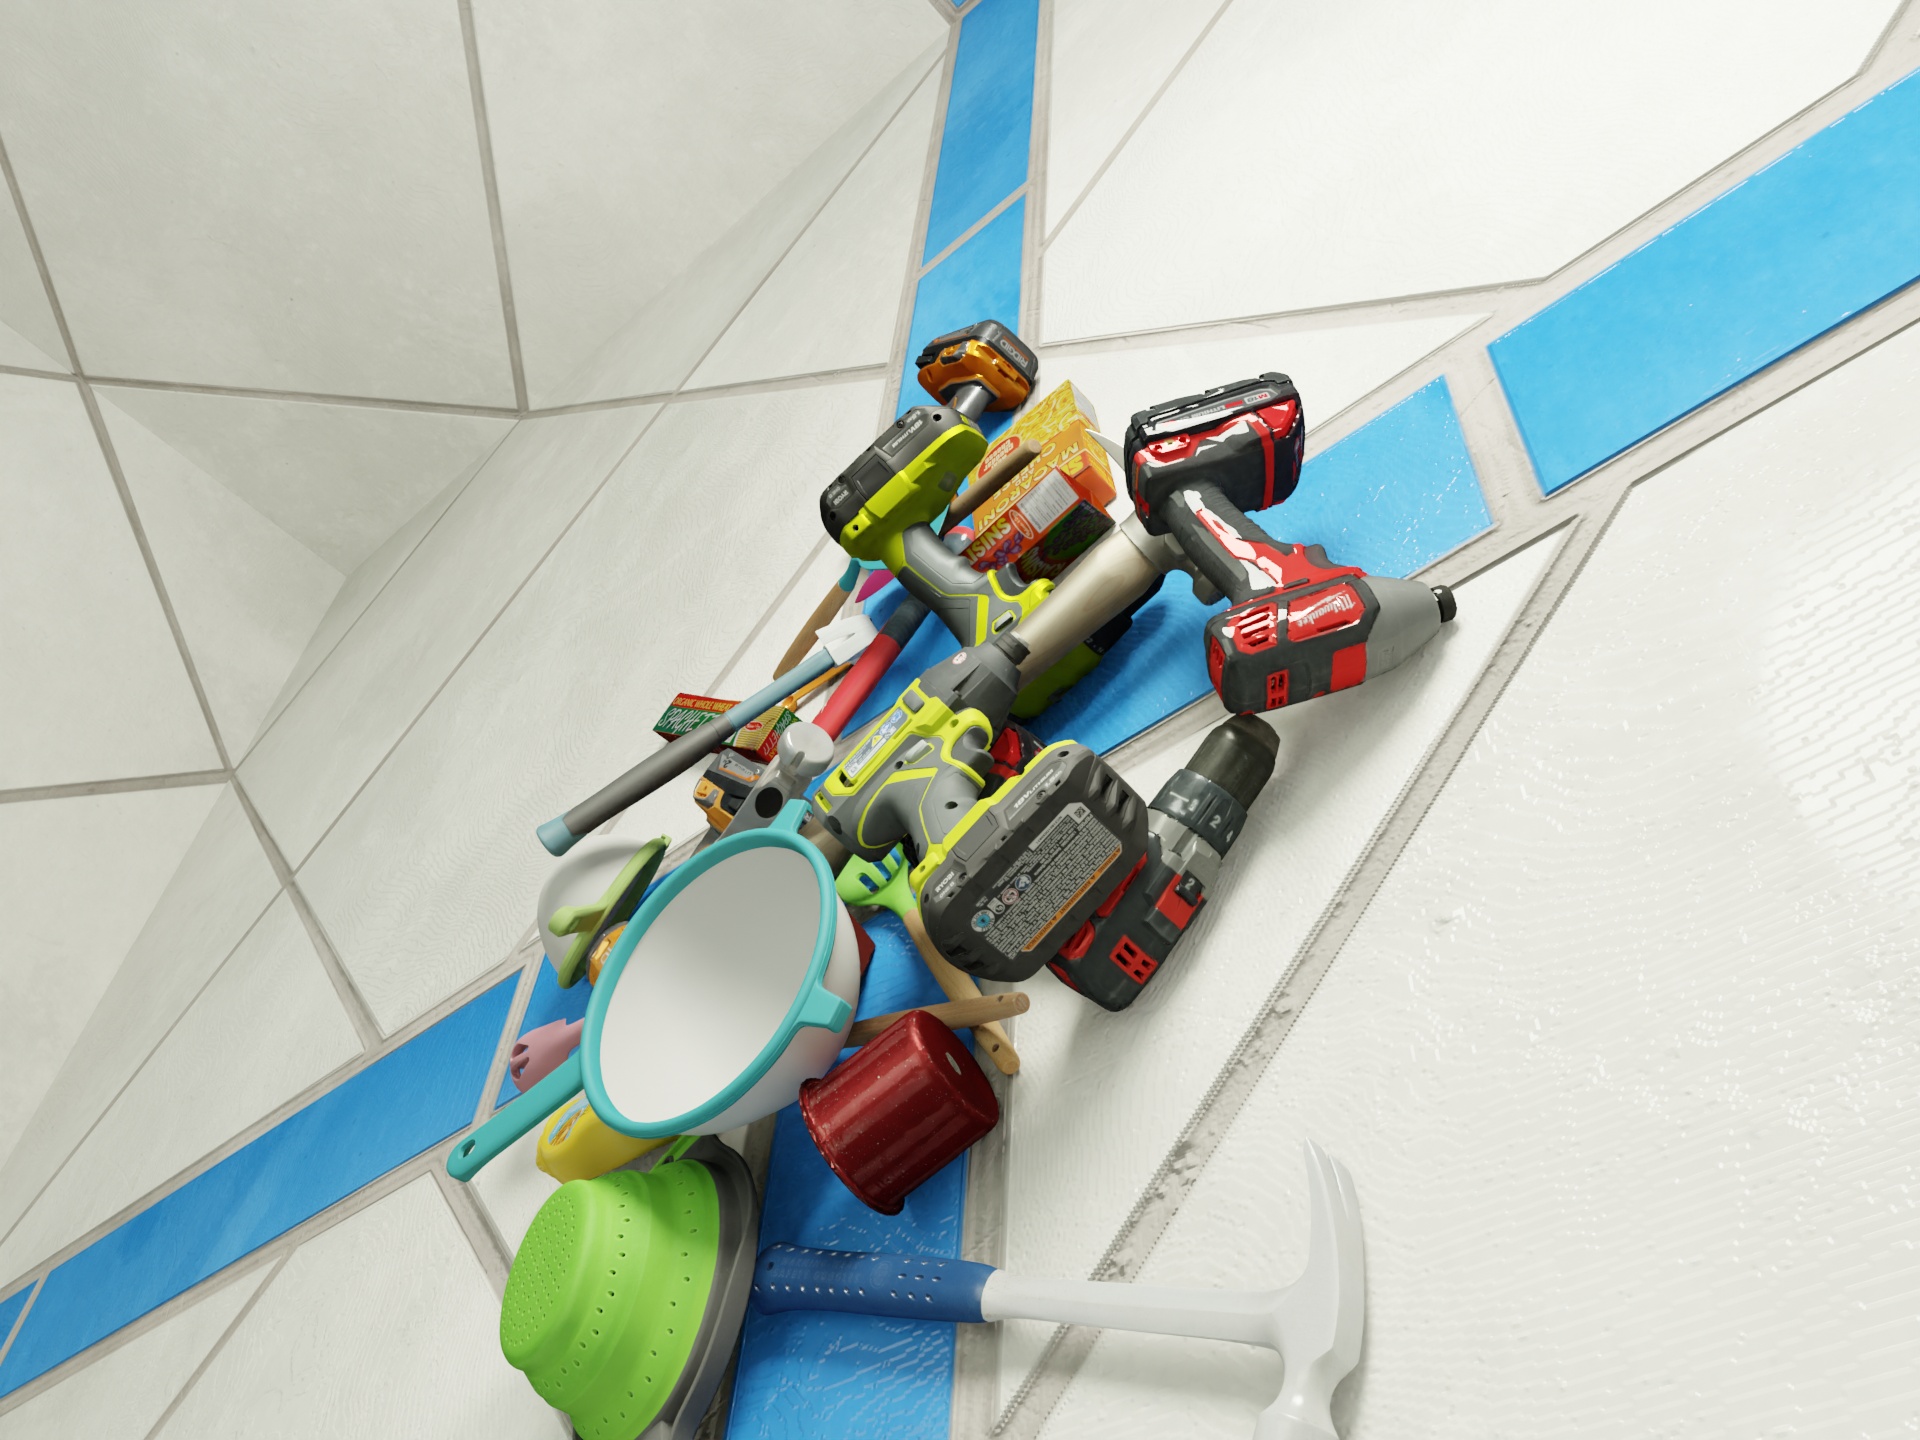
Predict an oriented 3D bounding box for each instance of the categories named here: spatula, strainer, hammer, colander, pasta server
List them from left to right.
[{"bbox_3d":[-0.321,0.147,1.314,0.151,0.069,0.256,-57,-2,-4],"label":"strainer"},{"bbox_3d":[-0.203,0.393,0.901,0.204,0.094,0.398,-50,29,24],"label":"colander"},{"bbox_3d":[-0.251,0.217,1.186,0.316,0.040,0.060,-32,58,35],"label":"pasta server"},{"bbox_3d":[-0.184,0.218,1.028,0.340,0.095,0.211,-37,37,16],"label":"strainer"},{"bbox_3d":[-0.204,0.010,1.325,0.331,0.033,0.128,-34,-2,-12],"label":"hammer"},{"bbox_3d":[-0.100,-0.101,1.397,0.317,0.044,0.082,-44,22,54],"label":"spatula"},{"bbox_3d":[-0.060,0.200,1.030,0.316,0.018,0.060,-22,32,49],"label":"spatula"},{"bbox_3d":[-0.072,-0.039,1.253,0.143,0.038,0.386,-52,3,41],"label":"hammer"},{"bbox_3d":[-0.002,-0.017,1.105,0.410,0.146,0.038,-43,-15,12],"label":"hammer"},{"bbox_3d":[0.027,0.285,0.801,0.405,0.035,0.144,-16,42,45],"label":"hammer"}]

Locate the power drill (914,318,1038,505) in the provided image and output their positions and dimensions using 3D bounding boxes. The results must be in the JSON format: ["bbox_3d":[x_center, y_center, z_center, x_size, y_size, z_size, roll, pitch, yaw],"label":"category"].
[{"bbox_3d":[-0.032,-0.266,1.533,0.164,0.084,0.226,0,58,56],"label":"power drill"}]

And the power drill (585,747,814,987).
[{"bbox_3d":[-0.196,0.147,1.252,0.226,0.084,0.185,-57,31,-7],"label":"power drill"}]

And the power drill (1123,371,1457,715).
[{"bbox_3d":[0.190,-0.106,0.950,0.143,0.078,0.220,-17,50,-3],"label":"power drill"}]

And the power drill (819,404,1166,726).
[{"bbox_3d":[0.022,-0.117,1.159,0.190,0.229,0.080,-41,-16,14],"label":"power drill"}]

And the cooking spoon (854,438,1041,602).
[{"bbox_3d":[-0.016,-0.163,1.327,0.069,0.017,0.319,-49,10,-31],"label":"cooking spoon"}]

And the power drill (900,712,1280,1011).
[{"bbox_3d":[0.079,0.061,0.970,0.188,0.080,0.227,-54,31,-9],"label":"power drill"}]

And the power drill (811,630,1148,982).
[{"bbox_3d":[0.011,0.040,0.937,0.171,0.080,0.223,-47,31,1],"label":"power drill"}]

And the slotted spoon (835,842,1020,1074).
[{"bbox_3d":[-0.024,0.146,1.060,0.070,0.031,0.314,-48,30,2],"label":"slotted spoon"}]

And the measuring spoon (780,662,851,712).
[{"bbox_3d":[-0.118,-0.039,1.446,0.117,0.011,0.021,-34,30,18],"label":"measuring spoon"}]
